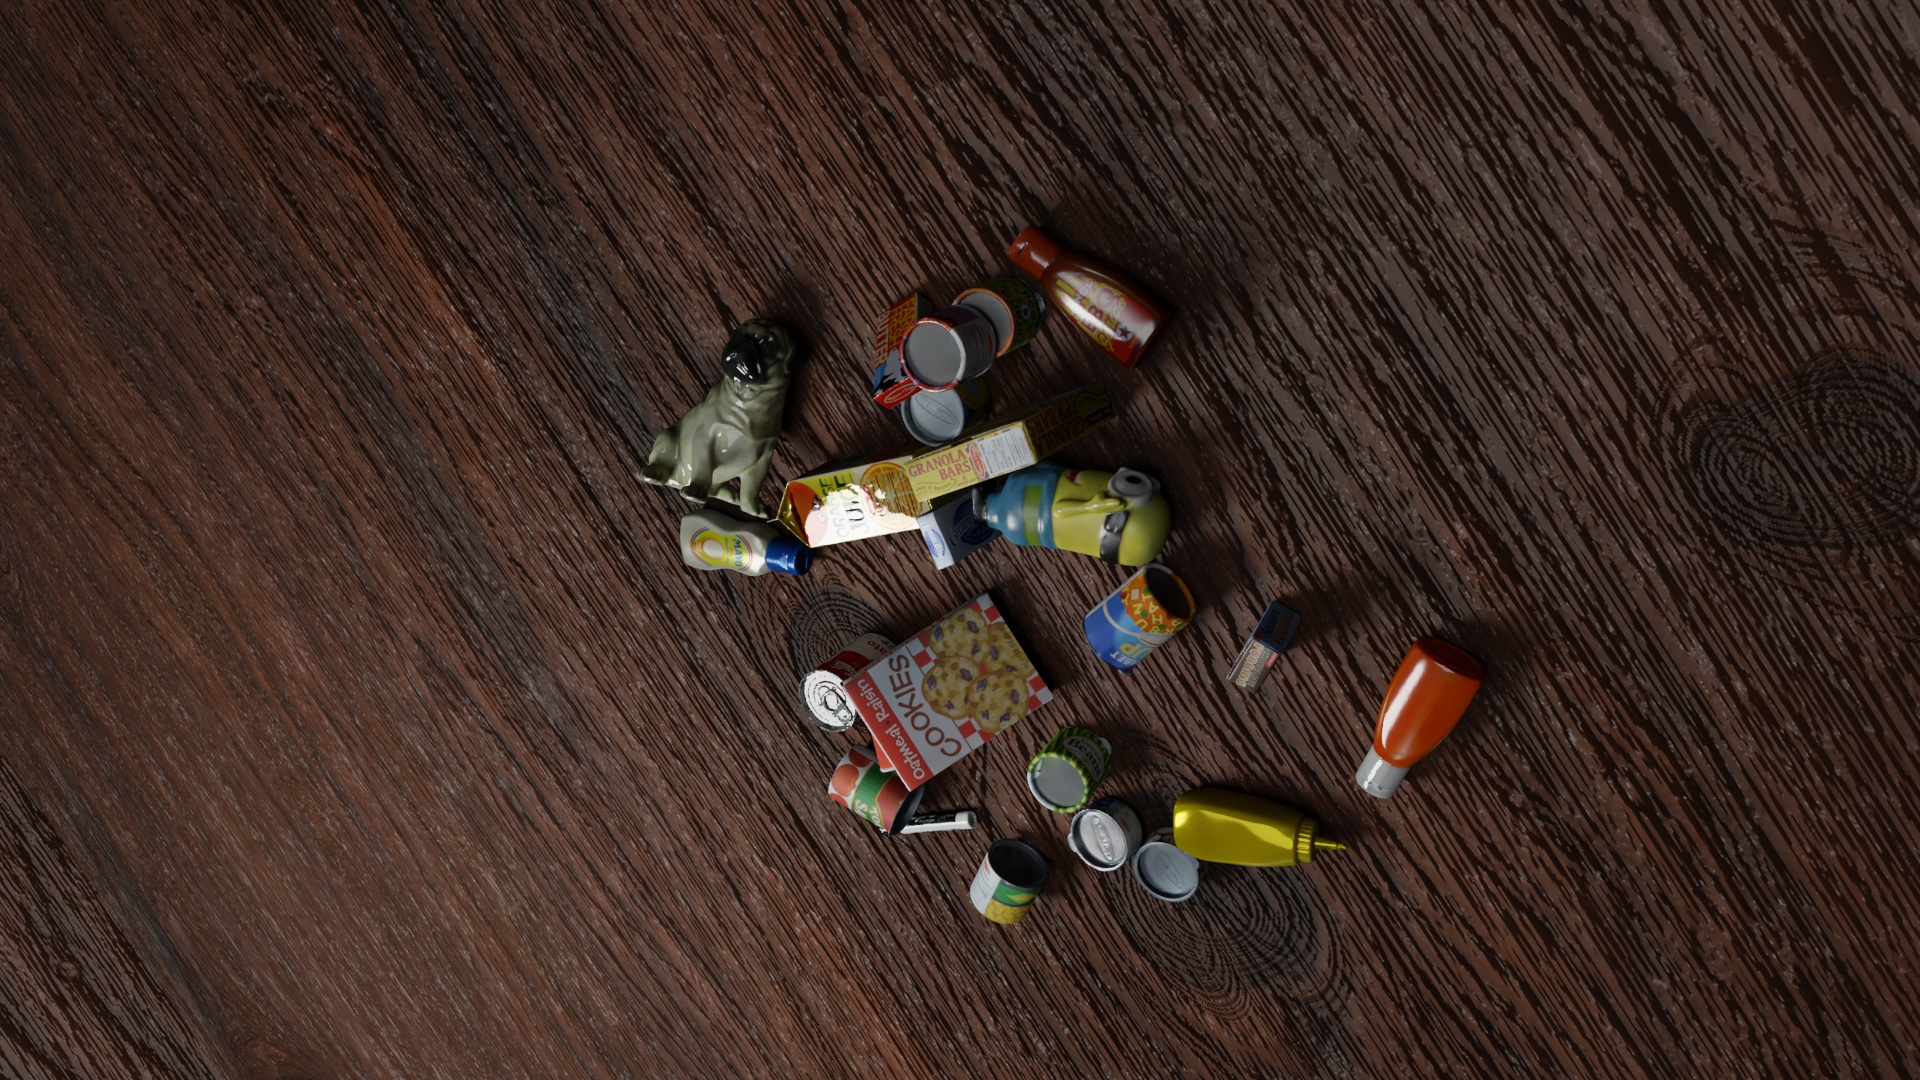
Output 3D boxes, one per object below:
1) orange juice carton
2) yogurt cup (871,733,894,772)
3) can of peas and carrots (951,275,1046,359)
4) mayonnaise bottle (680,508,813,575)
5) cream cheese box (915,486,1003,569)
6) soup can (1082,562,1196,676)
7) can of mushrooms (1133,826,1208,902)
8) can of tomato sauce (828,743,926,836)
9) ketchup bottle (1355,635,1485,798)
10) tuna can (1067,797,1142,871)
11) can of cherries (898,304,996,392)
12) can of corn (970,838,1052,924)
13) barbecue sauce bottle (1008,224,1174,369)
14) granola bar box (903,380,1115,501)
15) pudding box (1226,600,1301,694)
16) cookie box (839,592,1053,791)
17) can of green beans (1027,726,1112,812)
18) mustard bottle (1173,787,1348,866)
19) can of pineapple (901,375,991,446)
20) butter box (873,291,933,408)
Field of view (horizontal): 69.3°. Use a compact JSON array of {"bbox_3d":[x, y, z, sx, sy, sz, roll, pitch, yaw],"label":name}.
[{"bbox_3d":[-0.097,-0.043,1.360,0.192,0.072,0.073,-10,104,31],"label":"orange juice carton"},{"bbox_3d":[-0.061,0.203,1.443,0.072,0.072,0.054,-22,90,34],"label":"yogurt cup"},{"bbox_3d":[0.033,-0.198,1.235,0.071,0.059,0.070,11,115,25],"label":"can of peas and carrots"},{"bbox_3d":[-0.227,0.007,1.470,0.148,0.041,0.064,10,112,26],"label":"mayonnaise bottle"},{"bbox_3d":[0.005,-0.016,1.295,0.024,0.104,0.053,-19,98,40],"label":"cream cheese box"},{"bbox_3d":[0.164,0.071,1.263,0.071,0.072,0.083,49,124,4],"label":"soup can"},{"bbox_3d":[0.208,0.315,1.355,0.071,0.033,0.070,11,114,26],"label":"can of mushrooms"},{"bbox_3d":[-0.090,0.266,1.479,0.083,0.071,0.070,27,120,18],"label":"can of tomato sauce"},{"bbox_3d":[0.386,0.155,1.188,0.065,0.044,0.148,30,121,17],"label":"ketchup bottle"},{"bbox_3d":[0.143,0.291,1.376,0.071,0.033,0.070,13,111,34],"label":"tuna can"},{"bbox_3d":[-0.013,-0.166,1.201,0.071,0.059,0.071,11,115,25],"label":"can of cherries"},{"bbox_3d":[0.052,0.353,1.438,0.071,0.071,0.058,31,122,15],"label":"can of corn"},{"bbox_3d":[0.109,-0.215,1.196,0.149,0.044,0.064,40,124,10],"label":"barbecue sauce bottle"},{"bbox_3d":[0.045,-0.089,1.208,0.124,0.166,0.039,-17,98,33],"label":"granola bar box"},{"bbox_3d":[0.264,0.092,1.206,0.030,0.084,0.049,31,121,12],"label":"pudding box"},{"bbox_3d":[-0.014,0.146,1.351,0.168,0.040,0.123,-33,93,-6],"label":"cookie box"},{"bbox_3d":[0.106,0.224,1.361,0.071,0.058,0.071,11,114,25],"label":"can of green beans"},{"bbox_3d":[0.280,0.272,1.289,0.160,0.049,0.065,6,111,26],"label":"mustard bottle"},{"bbox_3d":[-0.011,-0.127,1.288,0.071,0.058,0.070,11,114,25],"label":"can of pineapple"},{"bbox_3d":[-0.052,-0.175,1.274,0.053,0.104,0.024,-26,138,34],"label":"butter box"}]
